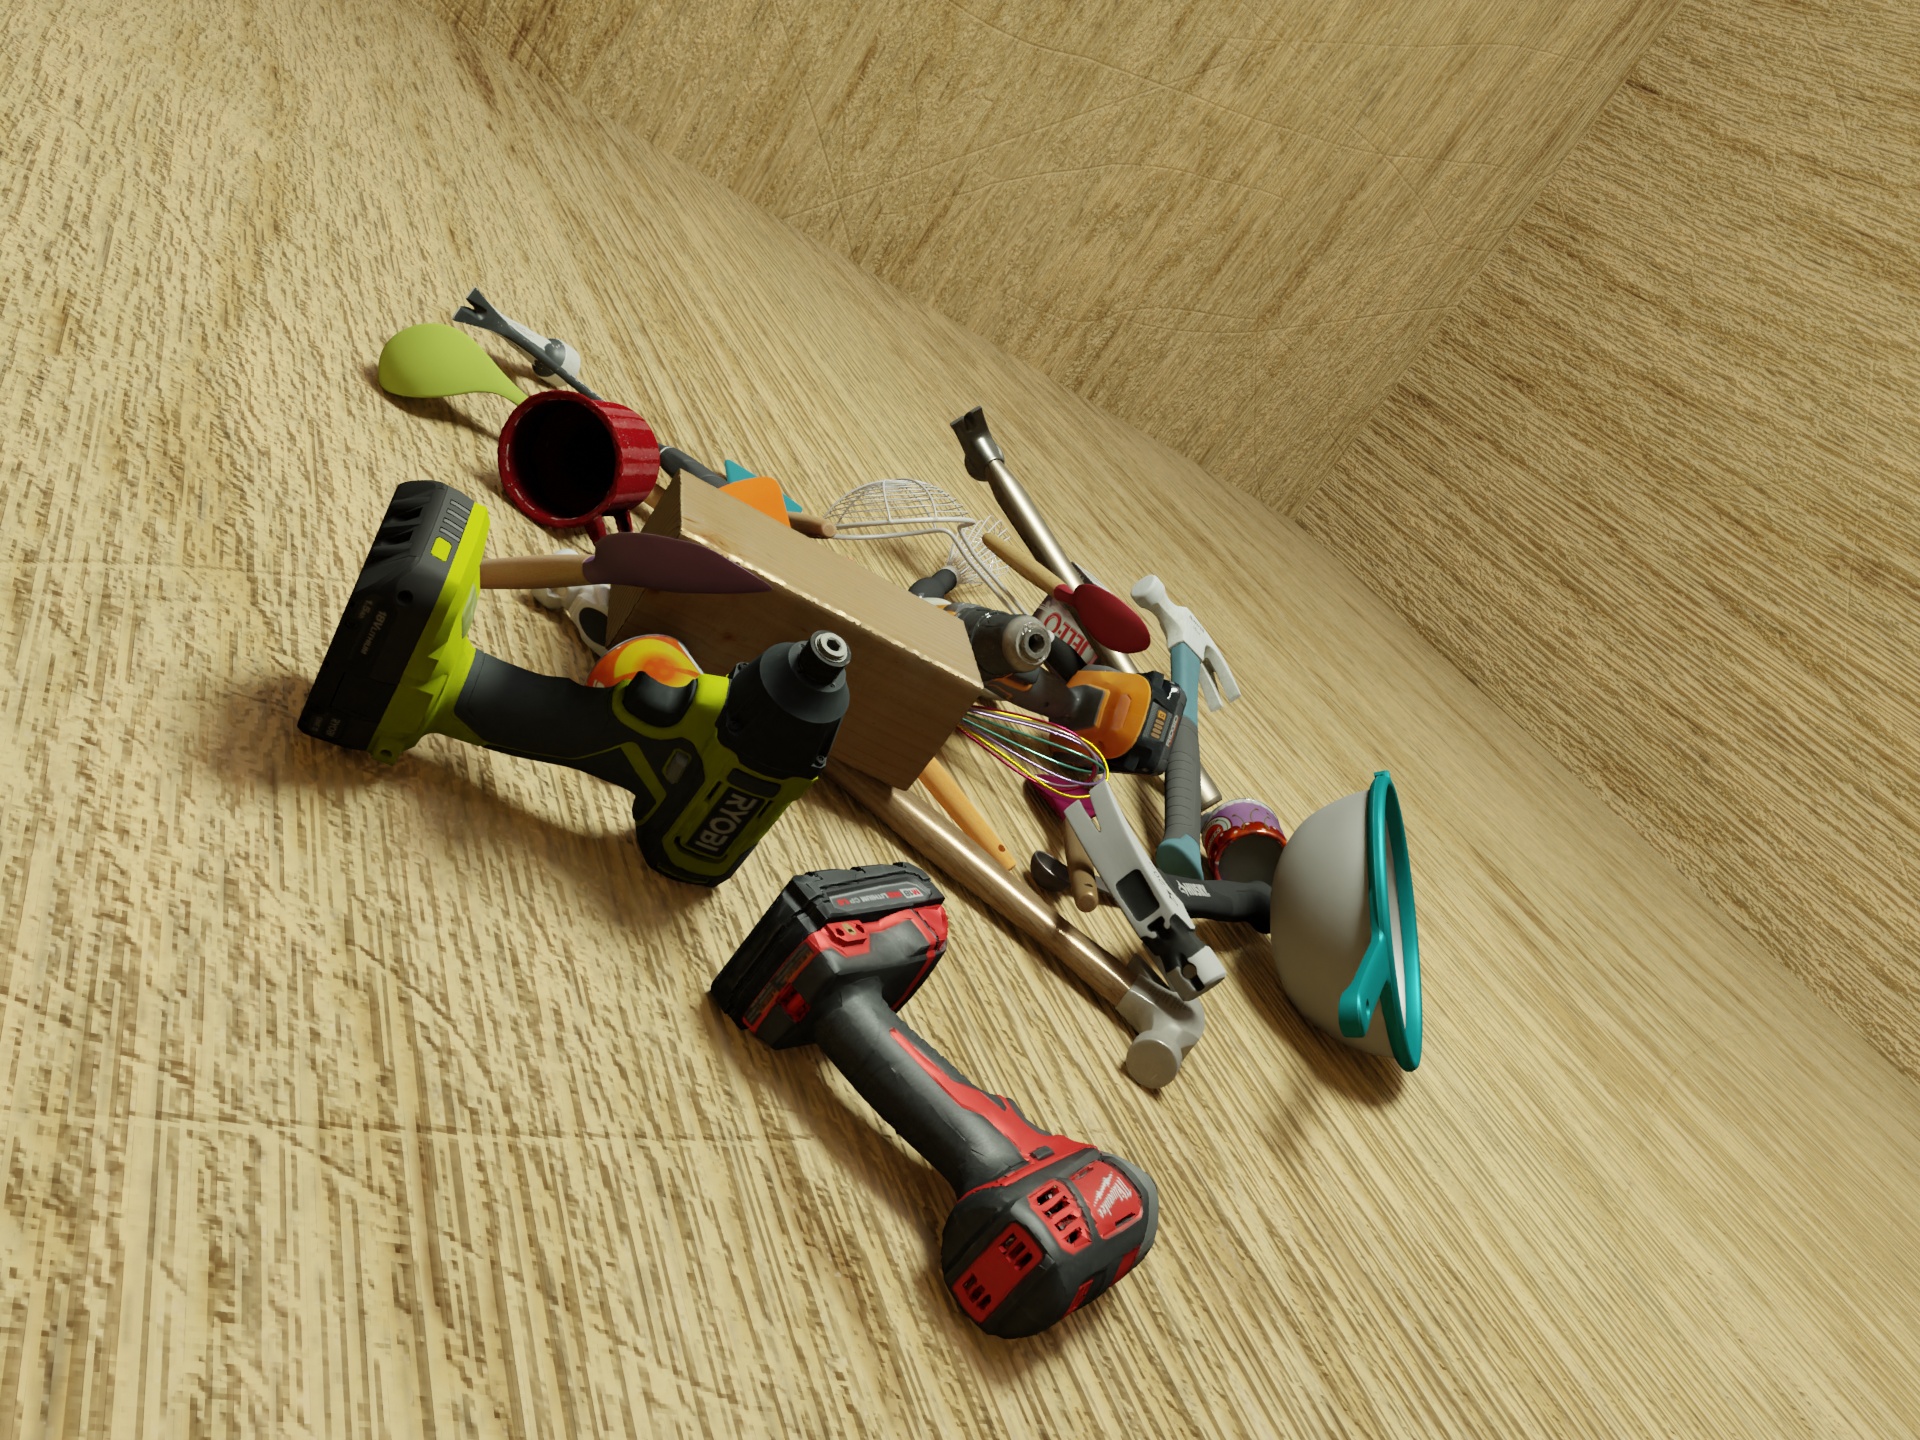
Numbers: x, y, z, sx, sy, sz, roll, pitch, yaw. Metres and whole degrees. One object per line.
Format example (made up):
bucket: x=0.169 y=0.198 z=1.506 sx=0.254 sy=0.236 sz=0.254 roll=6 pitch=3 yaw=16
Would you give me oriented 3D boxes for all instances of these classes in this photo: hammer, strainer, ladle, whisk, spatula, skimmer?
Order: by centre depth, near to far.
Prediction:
spatula: x=-0.199 y=-0.077 z=0.806 sx=0.059 sy=0.018 sz=0.316 roll=31 pitch=-16 yaw=-37
hammer: x=0.015 y=0.096 z=0.997 sx=0.331 sy=0.031 sz=0.130 roll=38 pitch=19 yaw=10
spatula: x=-0.064 y=-0.028 z=1.072 sx=0.323 sy=0.041 sz=0.081 roll=50 pitch=42 yaw=10
strainer: x=0.253 y=0.157 z=1.095 sx=0.095 sy=0.211 sz=0.340 roll=-6 pitch=5 yaw=21
hammer: x=0.170 y=0.121 z=1.115 sx=0.146 sy=0.035 sz=0.334 roll=57 pitch=16 yaw=19
hammer: x=-0.144 y=-0.076 z=1.135 sx=0.143 sy=0.038 sz=0.386 roll=40 pitch=19 yaw=9
whisk: x=-0.002 y=-0.002 z=1.165 sx=0.245 sy=0.047 sz=0.051 roll=23 pitch=-2 yaw=-6
ladle: x=-0.282 y=-0.191 z=1.191 sx=0.320 sy=0.062 sz=0.078 roll=34 pitch=21 yaw=-26
hammer: x=-0.231 y=-0.209 z=1.211 sx=0.409 sy=0.036 sz=0.149 roll=38 pitch=5 yaw=25
spatula: x=-0.139 y=-0.171 z=1.288 sx=0.082 sy=0.044 sz=0.318 roll=32 pitch=-1 yaw=-21
ladle: x=0.074 y=-0.115 z=1.319 sx=0.069 sy=0.031 sz=0.316 roll=54 pitch=-3 yaw=-27
hammer: x=0.187 y=0.014 z=1.338 sx=0.128 sy=0.033 sz=0.331 roll=43 pitch=33 yaw=-24
skimmer: x=0.025 y=-0.084 z=1.367 sx=0.127 sy=0.090 sz=0.362 roll=-3 pitch=-37 yaw=44
hammer: x=0.111 y=-0.097 z=1.417 sx=0.411 sy=0.038 sz=0.146 roll=58 pitch=3 yaw=10
whisk: x=-0.003 y=-0.142 z=1.525 sx=0.070 sy=0.070 sz=0.285 roll=36 pitch=24 yaw=3

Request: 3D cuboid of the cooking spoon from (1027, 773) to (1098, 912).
cooking spoon: x=0.079 y=0.079 z=1.107 sx=0.068 sy=0.017 sz=0.319 roll=19 pitch=10 yaw=-2

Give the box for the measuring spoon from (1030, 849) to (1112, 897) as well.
measuring spoon: x=0.087 y=0.117 z=1.106 sx=0.124 sy=0.018 sz=0.034 roll=25 pitch=19 yaw=-48

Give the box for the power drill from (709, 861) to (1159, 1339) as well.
power drill: x=-0.001 y=0.169 z=0.729 sx=0.220 sy=0.078 sz=0.143 roll=47 pitch=22 yaw=24

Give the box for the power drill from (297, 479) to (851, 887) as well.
power drill: x=-0.171 y=-0.015 z=0.737 sx=0.223 sy=0.171 sz=0.080 roll=23 pitch=43 yaw=-21

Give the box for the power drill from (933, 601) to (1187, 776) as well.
power drill: x=0.068 y=-0.029 z=1.222 sx=0.226 sy=0.084 sz=0.185 roll=24 pitch=-11 yaw=-29
